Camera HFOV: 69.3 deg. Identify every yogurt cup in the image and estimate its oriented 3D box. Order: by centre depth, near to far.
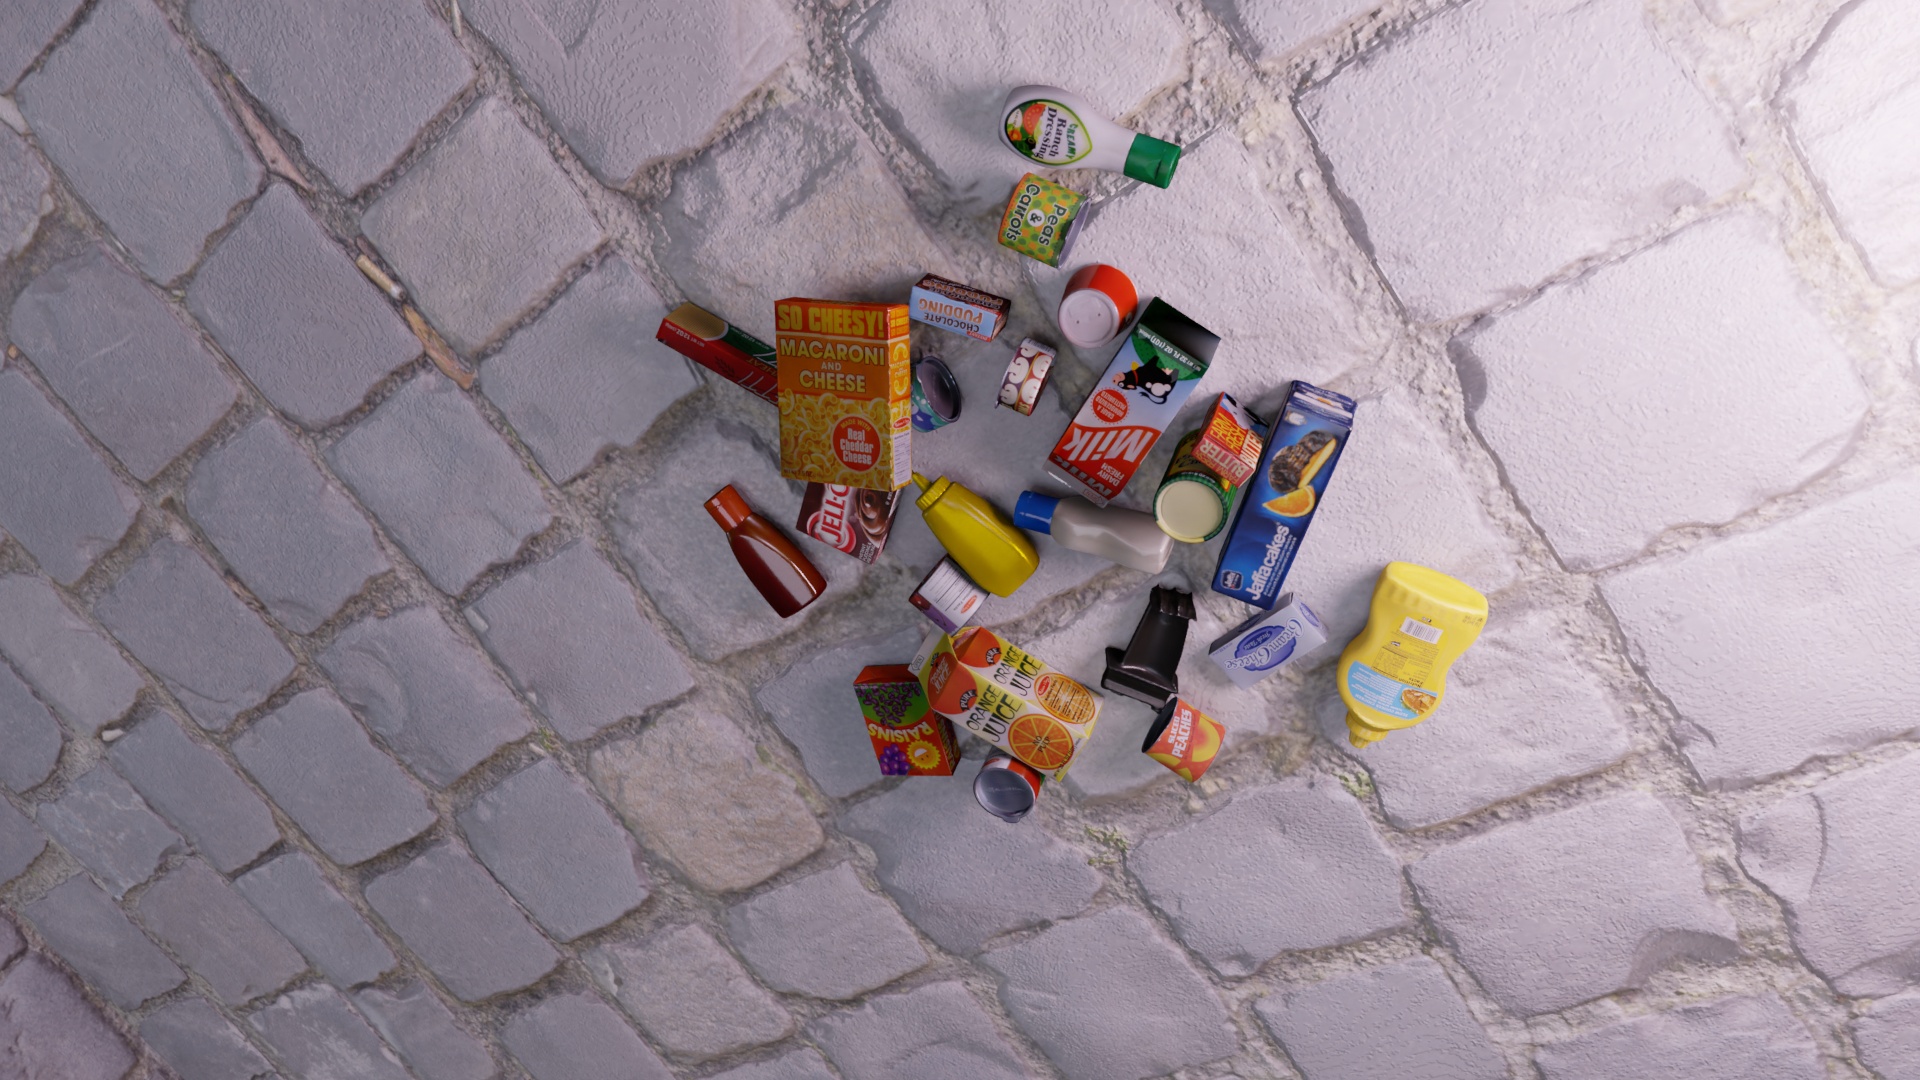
[{"bbox_3d":[0.117,-0.201,1.205,0.072,0.054,0.072,9,120,16],"label":"yogurt cup"}]

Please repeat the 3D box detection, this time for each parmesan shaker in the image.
[{"bbox_3d":[0.214,-0.048,1.224,0.071,0.103,0.071,9,120,16],"label":"parmesan shaker"}]

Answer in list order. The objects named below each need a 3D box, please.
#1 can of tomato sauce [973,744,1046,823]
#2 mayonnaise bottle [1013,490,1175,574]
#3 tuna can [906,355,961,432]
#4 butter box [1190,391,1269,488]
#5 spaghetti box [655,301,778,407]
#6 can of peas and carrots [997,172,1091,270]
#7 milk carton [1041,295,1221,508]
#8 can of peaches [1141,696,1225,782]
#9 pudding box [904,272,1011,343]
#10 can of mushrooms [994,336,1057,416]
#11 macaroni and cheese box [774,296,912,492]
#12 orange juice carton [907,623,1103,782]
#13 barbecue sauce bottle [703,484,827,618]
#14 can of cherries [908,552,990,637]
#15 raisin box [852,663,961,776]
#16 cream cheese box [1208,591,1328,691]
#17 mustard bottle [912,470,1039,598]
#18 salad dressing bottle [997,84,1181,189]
[{"bbox_3d":[0.058,0.242,1.456,0.071,0.083,0.070,9,121,16],"label":"can of tomato sauce"},{"bbox_3d":[0.125,-0.012,1.305,0.148,0.065,0.041,16,126,17],"label":"mayonnaise bottle"},{"bbox_3d":[-0.032,-0.136,1.288,0.032,0.071,0.071,-21,109,29],"label":"tuna can"},{"bbox_3d":[0.233,-0.088,1.195,0.053,0.104,0.024,36,123,-1],"label":"butter box"},{"bbox_3d":[-0.173,-0.154,1.342,0.250,0.050,0.028,29,125,3],"label":"spaghetti box"},{"bbox_3d":[0.070,-0.270,1.174,0.059,0.071,0.070,25,124,7],"label":"can of peas and carrots"},{"bbox_3d":[0.146,-0.113,1.231,0.072,0.074,0.189,34,124,0],"label":"milk carton"},{"bbox_3d":[0.222,0.198,1.378,0.058,0.071,0.071,33,124,0],"label":"can of peaches"},{"bbox_3d":[-0.002,-0.209,1.248,0.084,0.050,0.030,20,121,9],"label":"pudding box"},{"bbox_3d":[0.059,-0.145,1.249,0.033,0.071,0.070,24,123,4],"label":"can of mushrooms"},{"bbox_3d":[-0.107,-0.135,1.268,0.124,0.040,0.166,8,108,26],"label":"macaroni and cheese box"},{"bbox_3d":[0.042,0.156,1.420,0.193,0.073,0.071,30,124,3],"label":"orange juice carton"},{"bbox_3d":[-0.208,0.009,1.450,0.064,0.044,0.148,-32,103,31],"label":"barbecue sauce bottle"},{"bbox_3d":[-0.011,0.054,1.389,0.058,0.072,0.071,39,124,-3],"label":"can of cherries"},{"bbox_3d":[-0.056,0.195,1.499,0.086,0.040,0.123,-5,117,22],"label":"raisin box"},{"bbox_3d":[0.293,0.097,1.323,0.053,0.024,0.103,45,123,-9],"label":"cream cheese box"},{"bbox_3d":[0.005,-0.017,1.352,0.160,0.049,0.065,45,113,-6],"label":"mustard bottle"},{"bbox_3d":[0.106,-0.330,1.143,0.148,0.044,0.064,20,124,9],"label":"salad dressing bottle"}]
